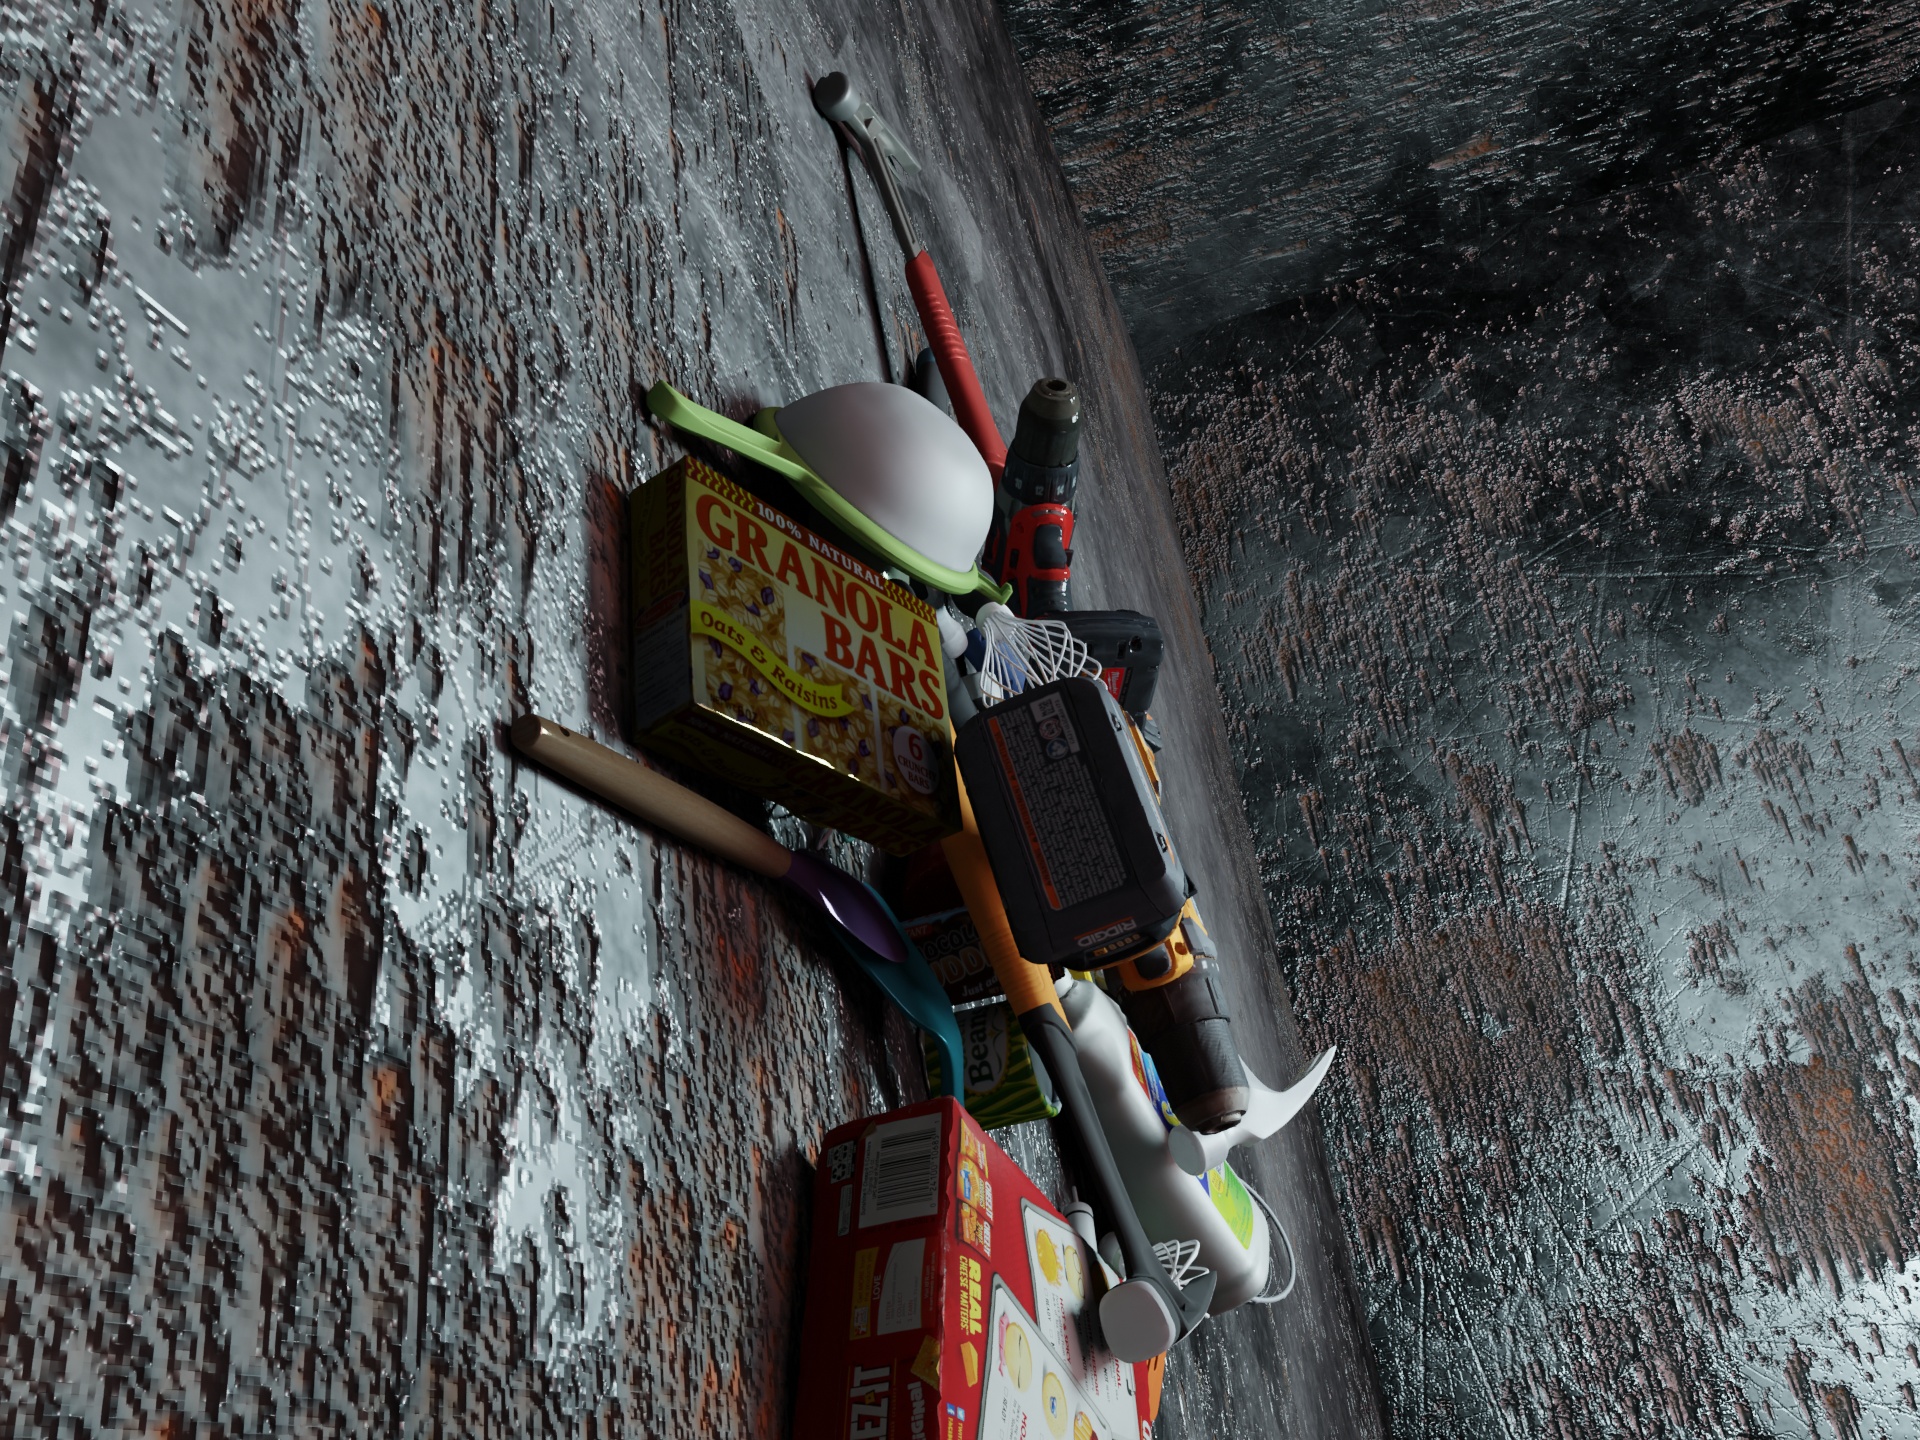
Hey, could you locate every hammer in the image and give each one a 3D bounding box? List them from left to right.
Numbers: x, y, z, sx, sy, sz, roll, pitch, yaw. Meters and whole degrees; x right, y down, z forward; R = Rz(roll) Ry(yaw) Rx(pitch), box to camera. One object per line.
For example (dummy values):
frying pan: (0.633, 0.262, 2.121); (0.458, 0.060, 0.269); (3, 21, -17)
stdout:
hammer: (-0.025, -0.185, 1.158); (0.331, 0.033, 0.128); (-87, 158, -53)
hammer: (-0.020, -0.320, 1.218); (0.149, 0.036, 0.359); (26, 42, -65)
hammer: (-0.002, -0.003, 0.950); (0.334, 0.035, 0.146); (54, 19, -70)
hammer: (0.036, 0.129, 0.767); (0.337, 0.034, 0.127); (68, 11, 16)
hammer: (0.114, 0.104, 1.109); (0.144, 0.035, 0.406); (-16, 68, -33)

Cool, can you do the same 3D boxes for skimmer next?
skimmer: (0.190, 0.326, 1.271); (0.127, 0.090, 0.363); (-83, 158, -57)

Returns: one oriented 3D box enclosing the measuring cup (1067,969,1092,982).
measuring cup: (0.081, 0.186, 1.193); (0.157, 0.029, 0.062); (-100, 170, -75)

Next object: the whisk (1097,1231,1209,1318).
whisk: (0.108, 0.330, 0.962); (0.059, 0.058, 0.246); (35, -13, 6)

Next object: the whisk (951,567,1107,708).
whisk: (0.026, -0.048, 0.931); (0.285, 0.070, 0.070); (-118, -173, -69)

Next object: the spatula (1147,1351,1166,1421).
spatula: (0.110, 0.326, 1.141); (0.080, 0.041, 0.323); (54, 20, -52)

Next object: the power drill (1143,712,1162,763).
power drill: (0.114, 0.081, 1.243); (0.164, 0.084, 0.227); (38, 36, -37)

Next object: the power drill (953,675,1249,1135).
power drill: (0.080, 0.096, 0.764); (0.226, 0.084, 0.186); (52, 18, -62)

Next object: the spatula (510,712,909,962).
spatula: (-0.087, 0.054, 0.660); (0.060, 0.018, 0.315); (55, 6, 28)

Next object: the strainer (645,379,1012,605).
strainer: (-0.059, -0.147, 0.816); (0.152, 0.069, 0.256); (48, 16, 25)

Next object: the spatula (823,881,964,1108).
spatula: (-0.007, 0.235, 0.784); (0.082, 0.044, 0.317); (-14, 93, -77)

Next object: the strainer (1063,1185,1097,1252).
strainer: (0.076, 0.369, 0.920); (0.259, 0.050, 0.086); (-93, 168, -61)

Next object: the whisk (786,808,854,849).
whisk: (-0.049, 0.016, 0.833); (0.245, 0.047, 0.051); (-67, 138, -75)

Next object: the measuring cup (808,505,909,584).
measuring cup: (-0.064, -0.090, 0.881); (0.167, 0.038, 0.083); (-33, 107, -78)

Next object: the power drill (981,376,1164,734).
power drill: (0.066, -0.099, 1.055); (0.227, 0.080, 0.187); (-104, -163, -46)
